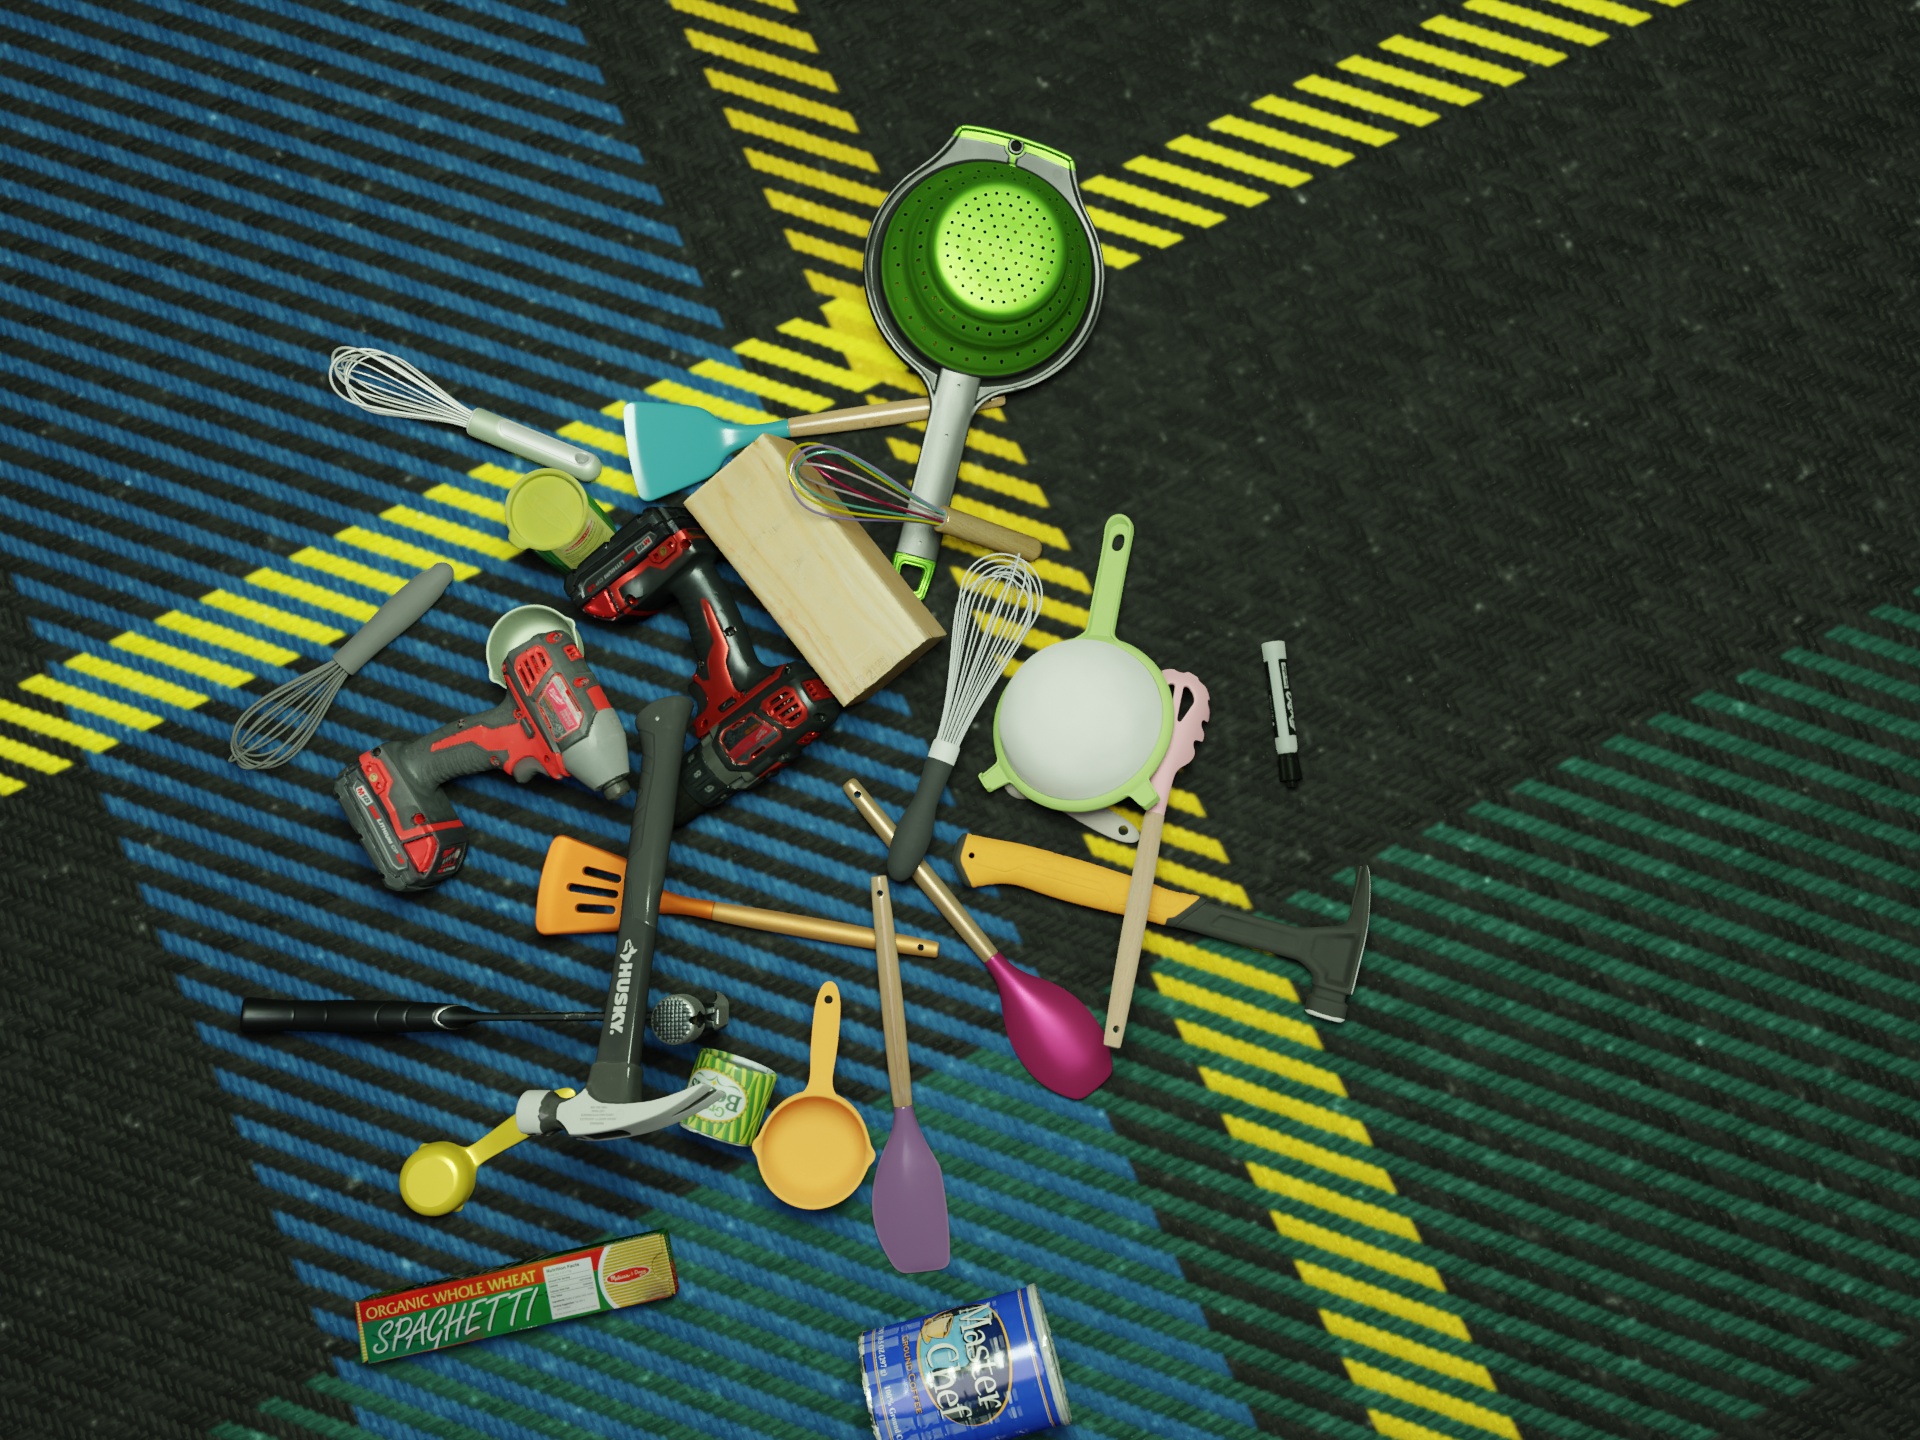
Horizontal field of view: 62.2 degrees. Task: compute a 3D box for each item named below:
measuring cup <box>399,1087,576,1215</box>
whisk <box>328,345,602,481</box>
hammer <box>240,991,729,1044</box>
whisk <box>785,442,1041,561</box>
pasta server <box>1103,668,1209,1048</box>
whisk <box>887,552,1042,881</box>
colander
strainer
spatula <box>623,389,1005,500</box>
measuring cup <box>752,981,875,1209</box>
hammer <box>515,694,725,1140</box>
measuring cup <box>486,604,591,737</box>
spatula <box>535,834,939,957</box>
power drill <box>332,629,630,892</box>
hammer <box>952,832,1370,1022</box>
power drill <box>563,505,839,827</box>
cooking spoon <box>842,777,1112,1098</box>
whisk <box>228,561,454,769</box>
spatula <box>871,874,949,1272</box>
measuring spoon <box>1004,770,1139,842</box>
[{"bbox_3d":[-0.377,0.340,1.270,0.156,0.029,0.062,-33,83,-1],"label":"measuring cup"},{"bbox_3d":[-0.418,-0.257,1.344,0.246,0.059,0.058,22,56,0],"label":"whisk"},{"bbox_3d":[-0.378,0.232,1.252,0.409,0.149,0.036,-2,82,10],"label":"hammer"},{"bbox_3d":[-0.032,-0.171,1.264,0.051,0.244,0.047,-53,41,29],"label":"whisk"},{"bbox_3d":[0.149,0.102,1.261,0.060,0.040,0.316,11,74,5],"label":"pasta server"},{"bbox_3d":[-0.002,-0.004,1.289,0.070,0.070,0.284,20,84,4],"label":"whisk"},{"bbox_3d":[0.006,-0.293,1.290,0.204,0.094,0.397,14,91,-8],"label":"colander"},{"bbox_3d":[0.101,-0.057,1.276,0.151,0.069,0.256,6,73,23],"label":"strainer"},{"bbox_3d":[-0.118,-0.248,1.336,0.317,0.044,0.082,-9,98,-2],"label":"spatula"},{"bbox_3d":[-0.111,0.294,1.260,0.095,0.052,0.174,5,80,-3],"label":"measuring cup"},{"bbox_3d":[-0.230,0.136,1.168,0.146,0.035,0.335,-4,64,17],"label":"hammer"},{"bbox_3d":[-0.323,-0.019,1.314,0.083,0.038,0.167,-36,85,-3],"label":"measuring cup"},{"bbox_3d":[-0.177,0.159,1.285,0.322,0.041,0.081,10,83,1],"label":"spatula"},{"bbox_3d":[-0.370,0.040,1.264,0.219,0.078,0.143,-32,86,8],"label":"power drill"},{"bbox_3d":[0.160,0.140,1.284,0.337,0.034,0.127,14,84,3],"label":"hammer"},{"bbox_3d":[-0.224,-0.039,1.285,0.188,0.080,0.227,-36,83,18],"label":"power drill"},{"bbox_3d":[0.008,0.172,1.290,0.069,0.017,0.319,-39,83,-5],"label":"cooking spoon"},{"bbox_3d":[-0.512,-0.047,1.318,0.055,0.055,0.239,44,82,6],"label":"whisk"},{"bbox_3d":[-0.051,0.281,1.268,0.060,0.018,0.316,-6,88,1],"label":"spatula"},{"bbox_3d":[0.092,0.068,1.302,0.124,0.018,0.034,27,84,4],"label":"measuring spoon"}]
